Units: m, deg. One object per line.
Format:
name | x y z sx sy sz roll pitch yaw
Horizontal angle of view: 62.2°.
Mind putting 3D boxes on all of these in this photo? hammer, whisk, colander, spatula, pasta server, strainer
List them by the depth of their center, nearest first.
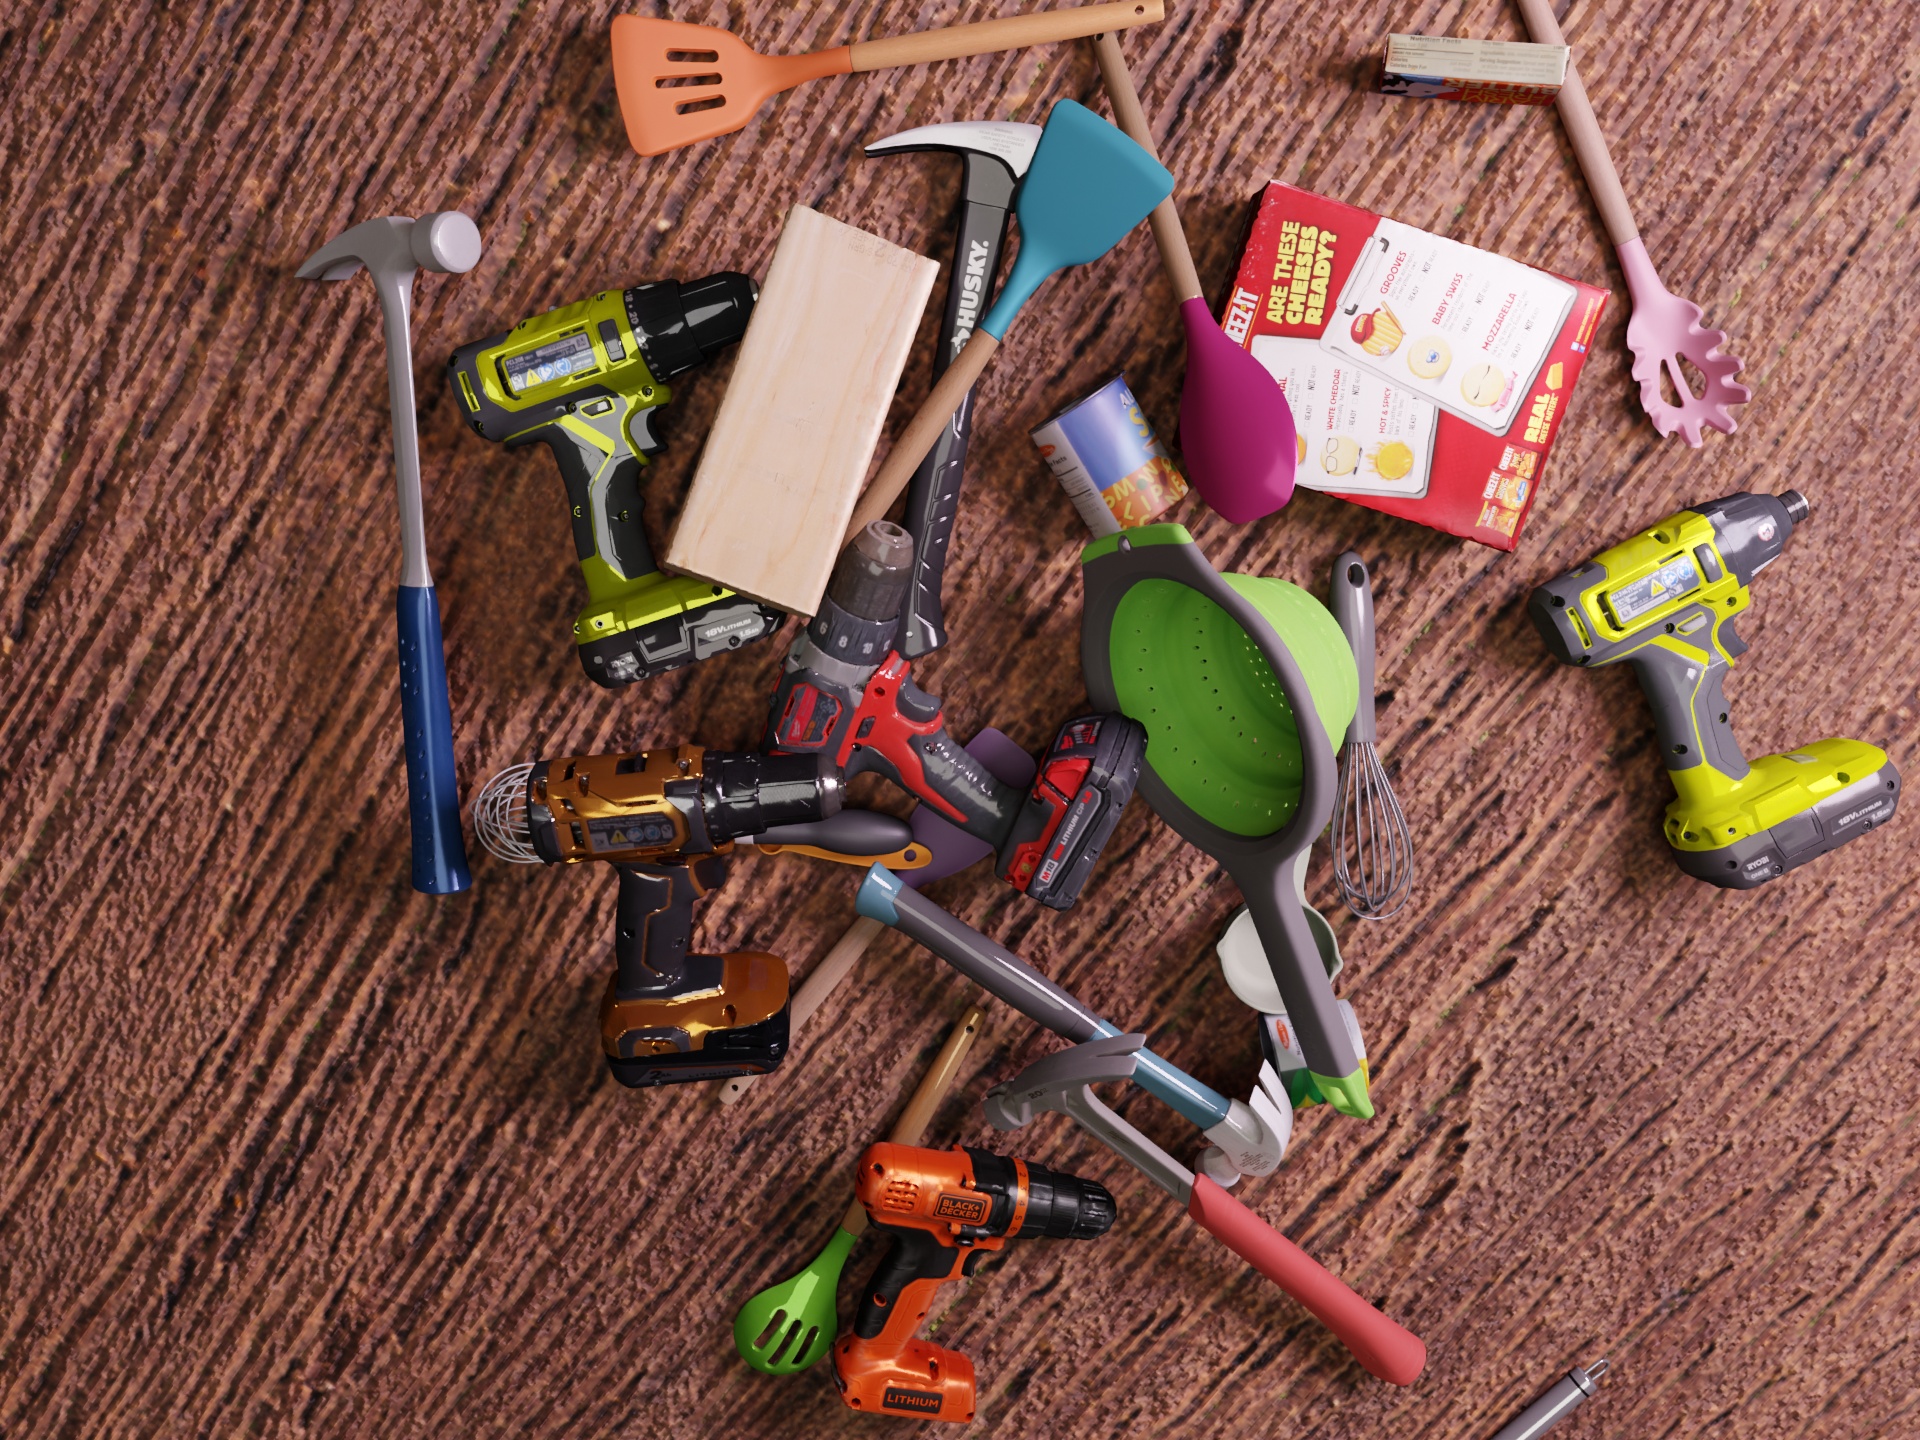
spatula | -0.041 -0.395 0.936 0.322 0.041 0.081 -7 101 5
spatula | 0.001 -0.208 0.943 0.082 0.044 0.317 33 100 -12
pasta server | 0.394 -0.315 0.960 0.060 0.040 0.316 -23 99 16
hammer | -0.334 -0.094 0.967 0.144 0.035 0.405 9 105 36
colander | 0.202 0.053 0.982 0.094 0.204 0.397 -27 101 -27
hammer | -0.012 -0.199 0.985 0.146 0.035 0.334 11 101 -3
whisk | 0.259 0.011 1.021 0.055 0.055 0.239 -5 97 1
whisk | -0.172 0.066 1.022 0.284 0.070 0.070 3 101 -1
hammer | 0.072 0.195 1.033 0.331 0.033 0.128 34 142 -4
hammer | 0.187 0.332 1.053 0.359 0.037 0.149 40 139 -15
spatula | -0.060 0.138 1.060 0.060 0.018 0.316 40 98 -3
strainer | 0.362 0.538 1.130 0.258 0.050 0.086 -43 114 5

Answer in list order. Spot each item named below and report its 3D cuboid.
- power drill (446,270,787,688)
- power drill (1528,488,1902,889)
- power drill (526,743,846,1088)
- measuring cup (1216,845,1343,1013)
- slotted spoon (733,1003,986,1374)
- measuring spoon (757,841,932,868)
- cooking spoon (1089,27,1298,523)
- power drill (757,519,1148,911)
power drill | -0.185 -0.151 0.974 0.190 0.080 0.228 -18 98 3
power drill | 0.484 -0.023 1.000 0.171 0.080 0.223 -28 97 5
power drill | -0.153 0.114 0.982 0.185 0.084 0.226 -6 121 -1
measuring cup | 0.214 0.107 1.048 0.083 0.038 0.167 8 92 1
slotted spoon | -0.065 0.328 1.094 0.070 0.031 0.313 28 99 -11
measuring spoon | -0.076 0.084 1.046 0.117 0.011 0.021 6 78 5
cooking spoon | 0.127 -0.268 0.930 0.069 0.017 0.319 -21 81 28
power drill | -0.002 -0.003 0.970 0.226 0.080 0.187 25 120 2
